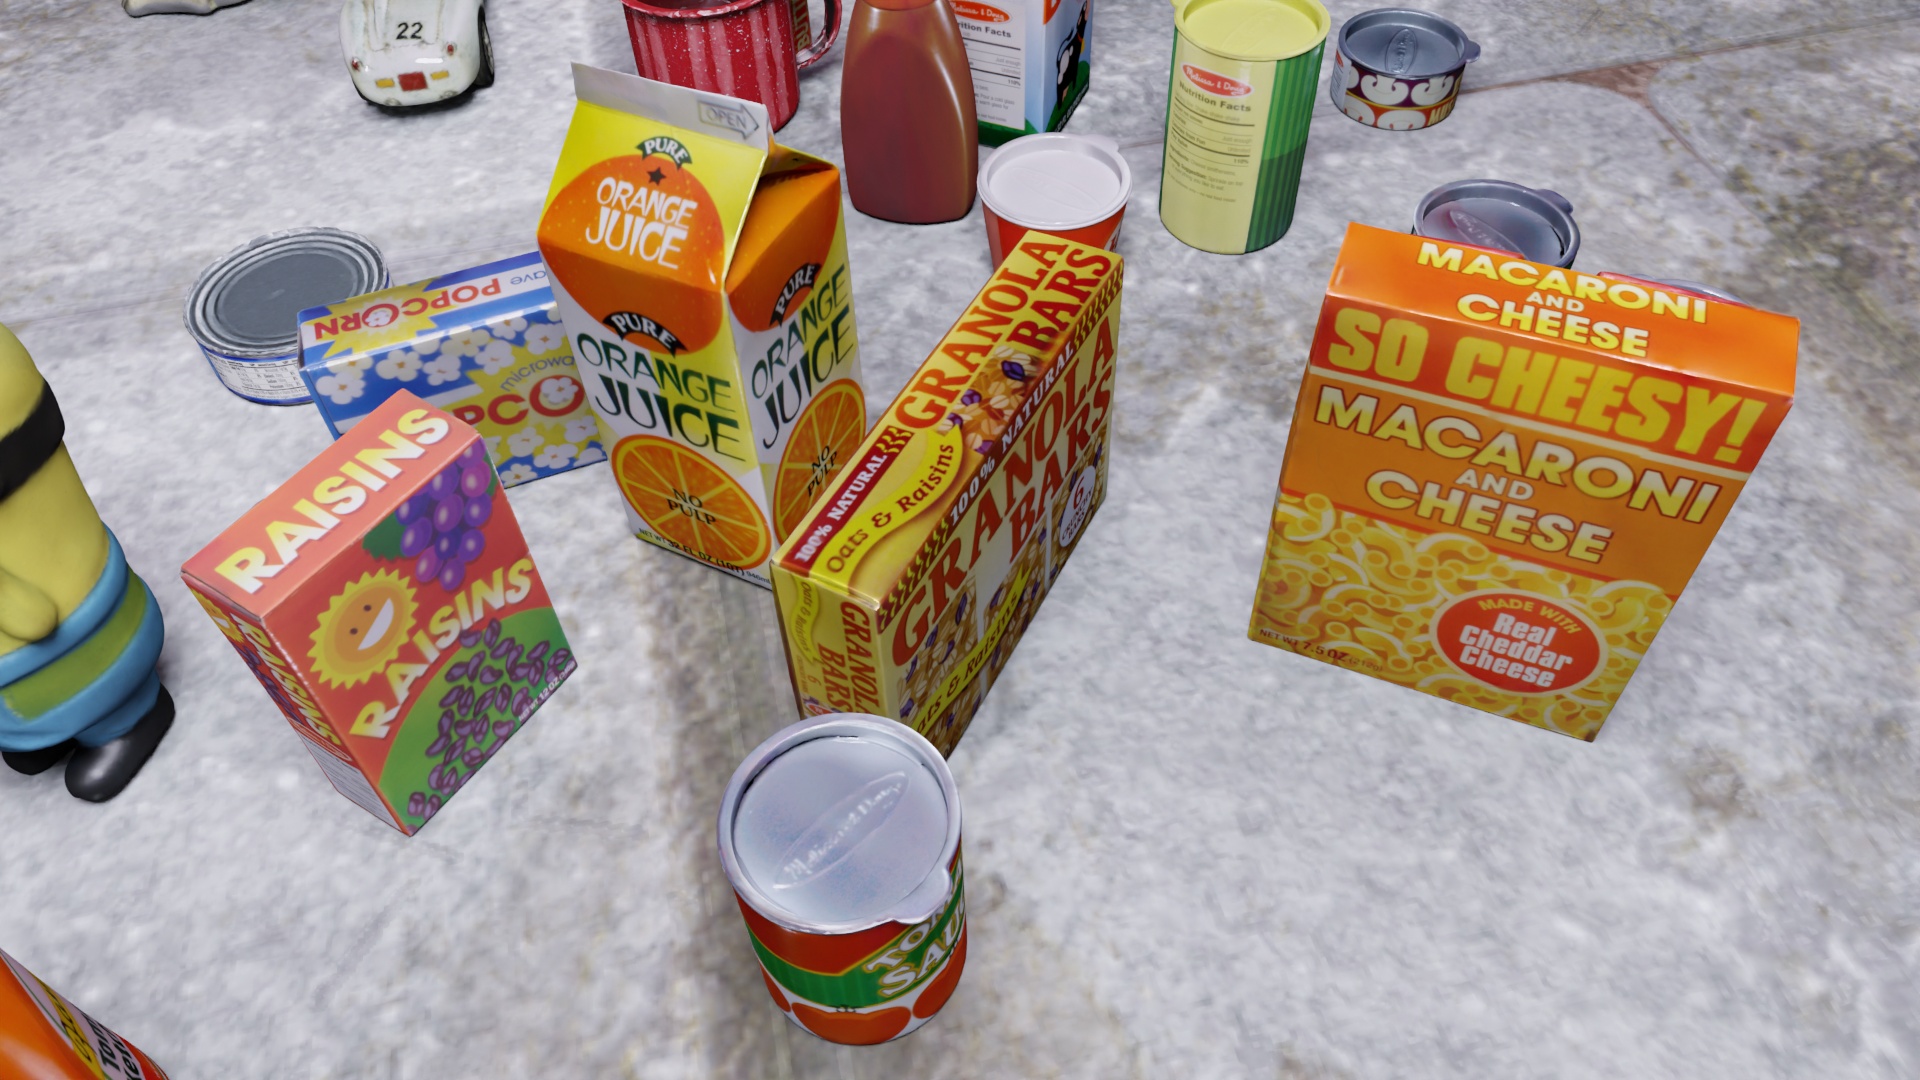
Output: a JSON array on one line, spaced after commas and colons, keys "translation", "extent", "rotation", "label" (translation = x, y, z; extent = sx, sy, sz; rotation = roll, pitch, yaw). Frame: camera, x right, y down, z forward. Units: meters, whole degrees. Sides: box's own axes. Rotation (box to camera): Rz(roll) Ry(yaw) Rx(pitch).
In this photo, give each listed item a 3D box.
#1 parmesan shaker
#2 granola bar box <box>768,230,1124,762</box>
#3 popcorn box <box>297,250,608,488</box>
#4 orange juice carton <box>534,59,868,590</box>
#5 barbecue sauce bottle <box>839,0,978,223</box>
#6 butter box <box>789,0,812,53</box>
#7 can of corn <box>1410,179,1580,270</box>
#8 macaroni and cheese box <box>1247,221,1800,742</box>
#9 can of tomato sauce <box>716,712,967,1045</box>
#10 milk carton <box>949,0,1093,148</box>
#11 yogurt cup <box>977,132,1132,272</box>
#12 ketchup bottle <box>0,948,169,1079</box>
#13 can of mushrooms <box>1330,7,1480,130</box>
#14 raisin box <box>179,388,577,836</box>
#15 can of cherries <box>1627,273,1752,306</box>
[{"translation": [0.125, -0.193, 0.636], "extent": [0.071, 0.102, 0.072], "rotation": [-1, 50, 1], "label": "parmesan shaker"}, {"translation": [0.002, -0.006, 0.468], "extent": [0.039, 0.123, 0.166], "rotation": [21, 54, 19], "label": "granola bar box"}, {"translation": [-0.181, -0.064, 0.548], "extent": [0.127, 0.084, 0.038], "rotation": [-18, 52, -13], "label": "popcorn box"}, {"translation": [-0.085, -0.075, 0.484], "extent": [0.072, 0.191, 0.073], "rotation": [20, 53, 18], "label": "orange juice carton"}, {"translation": [-0.025, -0.215, 0.630], "extent": [0.065, 0.147, 0.044], "rotation": [7, 51, 8], "label": "barbecue sauce bottle"}, {"translation": [-0.129, -0.307, 0.773], "extent": [0.103, 0.052, 0.024], "rotation": [30, 57, 24], "label": "butter box"}, {"translation": [0.223, -0.111, 0.592], "extent": [0.071, 0.058, 0.071], "rotation": [-1, 50, 1], "label": "can of corn"}, {"translation": [0.165, -0.013, 0.441], "extent": [0.124, 0.165, 0.040], "rotation": [16, 53, 15], "label": "macaroni and cheese box"}, {"translation": [-0.030, 0.101, 0.405], "extent": [0.071, 0.082, 0.071], "rotation": [-1, 50, 1], "label": "can of tomato sauce"}, {"translation": [0.021, -0.289, 0.663], "extent": [0.073, 0.189, 0.073], "rotation": [17, 53, 16], "label": "milk carton"}, {"translation": [0.042, -0.143, 0.628], "extent": [0.072, 0.053, 0.073], "rotation": [-1, 50, 1], "label": "yogurt cup"}, {"translation": [-0.252, 0.126, 0.349], "extent": [0.065, 0.148, 0.044], "rotation": [31, 58, 25], "label": "ketchup bottle"}, {"translation": [0.229, -0.244, 0.721], "extent": [0.071, 0.033, 0.071], "rotation": [-1, 50, 1], "label": "can of mushrooms"}, {"translation": [-0.179, 0.026, 0.448], "extent": [0.040, 0.122, 0.086], "rotation": [26, 55, 22], "label": "raisin box"}, {"translation": [0.276, -0.062, 0.548], "extent": [0.071, 0.058, 0.072], "rotation": [-1, 50, 1], "label": "can of cherries"}]
